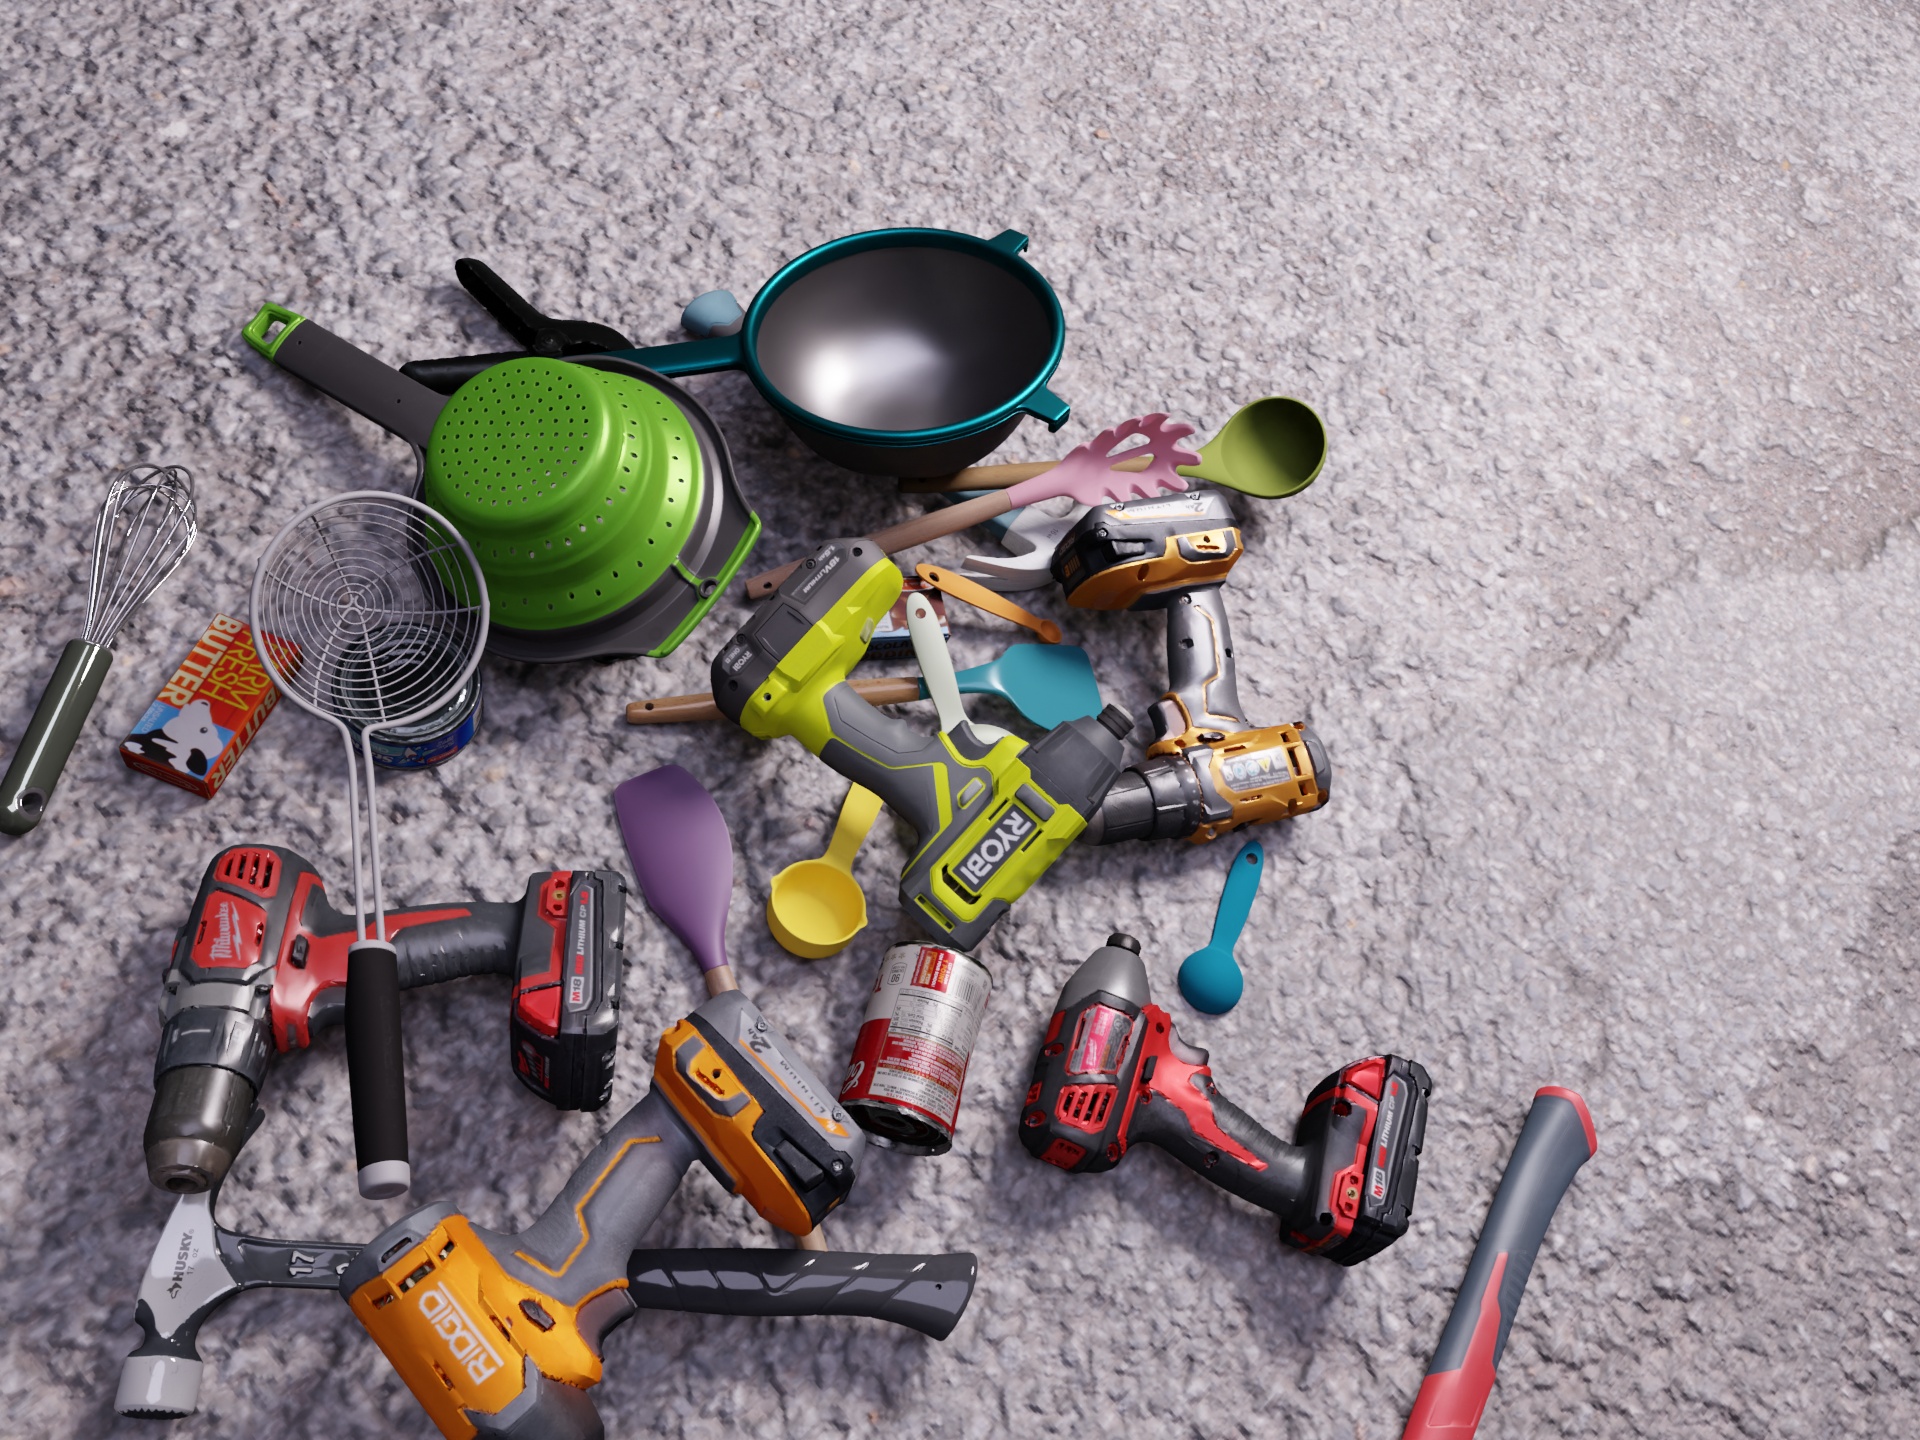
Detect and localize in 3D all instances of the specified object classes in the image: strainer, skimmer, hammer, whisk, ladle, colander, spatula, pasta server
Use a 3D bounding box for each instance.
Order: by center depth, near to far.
[{"bbox_3d":[-0.287,0.048,0.793,0.127,0.090,0.364,12,48,-38],"label":"skimmer"},{"bbox_3d":[-0.193,0.278,0.807,0.409,0.036,0.149,6,59,-10],"label":"hammer"},{"bbox_3d":[0.270,0.363,0.901,0.143,0.038,0.386,32,58,5],"label":"hammer"},{"bbox_3d":[-0.129,0.165,0.907,0.060,0.018,0.316,-21,68,-6],"label":"spatula"},{"bbox_3d":[-0.496,-0.047,0.911,0.059,0.057,0.247,-3,60,22],"label":"whisk"},{"bbox_3d":[-0.310,-0.182,0.959,0.397,0.094,0.204,30,77,19],"label":"colander"},{"bbox_3d":[-0.055,-0.012,1.029,0.317,0.044,0.082,-4,64,-13],"label":"spatula"},{"bbox_3d":[0.008,-0.137,1.061,0.316,0.040,0.060,-20,110,-8],"label":"pasta server"},{"bbox_3d":[-0.100,-0.221,1.062,0.340,0.095,0.211,-7,54,-2],"label":"strainer"},{"bbox_3d":[0.112,-0.182,1.116,0.320,0.062,0.078,-7,72,-20],"label":"ladle"},{"bbox_3d":[-0.055,-0.205,1.130,0.331,0.033,0.128,35,57,5],"label":"hammer"}]

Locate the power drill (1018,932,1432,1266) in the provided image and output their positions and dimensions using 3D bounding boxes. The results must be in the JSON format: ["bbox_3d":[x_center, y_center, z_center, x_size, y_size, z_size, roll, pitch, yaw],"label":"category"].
[{"bbox_3d":[0.153,0.218,0.929,0.219,0.078,0.143,21,57,0],"label":"power drill"}]

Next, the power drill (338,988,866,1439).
[{"bbox_3d":[-0.155,0.256,0.764,0.226,0.084,0.164,-37,73,-25],"label":"power drill"}]

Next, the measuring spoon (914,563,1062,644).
[{"bbox_3d":[0.018,-0.077,1.074,0.116,0.011,0.021,24,45,-22],"label":"measuring spoon"}]

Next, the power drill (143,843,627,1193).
[{"bbox_3d":[-0.291,0.152,0.816,0.226,0.080,0.188,4,45,-12],"label":"power drill"}]

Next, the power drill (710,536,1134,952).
[{"bbox_3d":[-0.022,0.002,0.943,0.223,0.080,0.171,42,88,9],"label":"power drill"}]

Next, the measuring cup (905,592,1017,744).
[{"bbox_3d":[-0.002,-0.003,0.996,0.083,0.038,0.167,-18,88,-12],"label":"measuring cup"}]

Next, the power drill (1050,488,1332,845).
[{"bbox_3d":[0.129,-0.028,1.046,0.185,0.084,0.226,-11,76,-23],"label":"power drill"}]

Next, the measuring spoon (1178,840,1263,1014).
[{"bbox_3d":[0.175,0.127,1.015,0.042,0.021,0.129,26,59,-1],"label":"measuring spoon"}]

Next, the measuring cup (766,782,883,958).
[{"bbox_3d":[-0.073,0.081,0.974,0.062,0.029,0.157,25,46,-3],"label":"measuring cup"}]
